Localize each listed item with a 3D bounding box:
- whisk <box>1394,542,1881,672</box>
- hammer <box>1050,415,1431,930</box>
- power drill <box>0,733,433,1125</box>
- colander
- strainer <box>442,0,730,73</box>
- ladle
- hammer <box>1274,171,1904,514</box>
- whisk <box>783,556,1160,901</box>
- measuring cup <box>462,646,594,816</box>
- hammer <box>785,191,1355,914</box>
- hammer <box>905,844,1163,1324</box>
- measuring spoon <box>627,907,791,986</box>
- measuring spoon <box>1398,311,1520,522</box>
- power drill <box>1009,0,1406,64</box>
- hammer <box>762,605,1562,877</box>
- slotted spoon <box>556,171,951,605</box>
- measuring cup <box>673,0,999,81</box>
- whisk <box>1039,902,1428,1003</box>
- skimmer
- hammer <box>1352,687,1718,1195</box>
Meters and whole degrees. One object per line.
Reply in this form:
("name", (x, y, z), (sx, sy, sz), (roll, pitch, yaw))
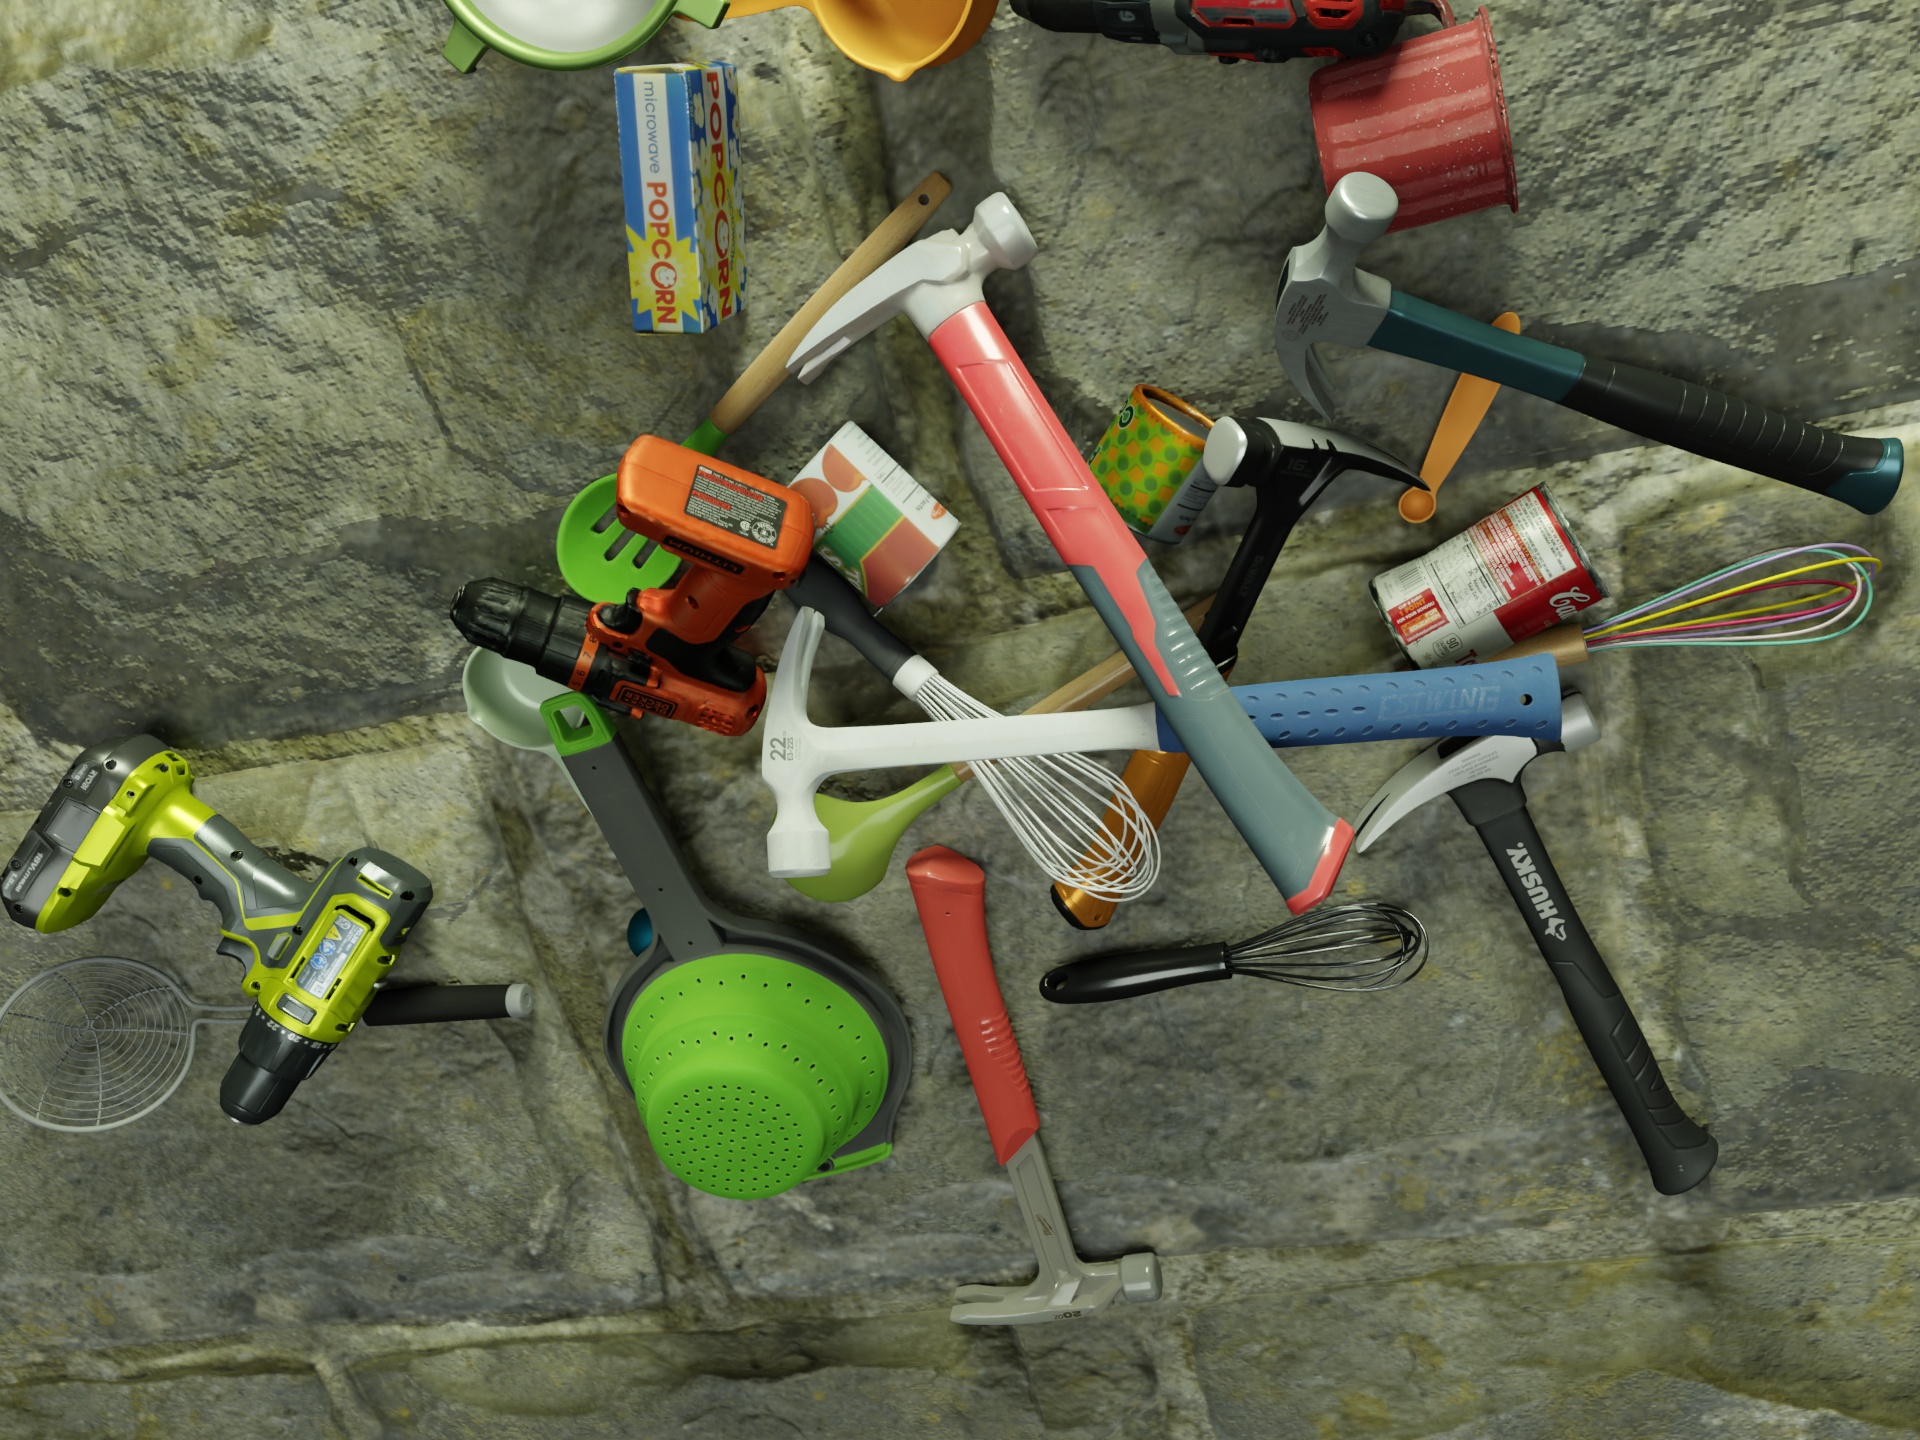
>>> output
("whisk", (0.355, -0.046, 0.846), (0.245, 0.047, 0.051), (-15, 98, 21))
("hammer", (0.133, -0.011, 0.886), (0.127, 0.034, 0.336), (3, 127, -28))
("power drill", (-0.483, 0.132, 1.024), (0.228, 0.080, 0.190), (33, 89, -4))
("colander", (-0.165, 0.167, 0.979), (0.204, 0.095, 0.396), (-17, 116, 14))
("strainer", (-0.193, -0.443, 0.750), (0.151, 0.069, 0.256), (-3, 110, 16))
("ladle", (0.020, 0.011, 0.936), (0.320, 0.062, 0.078), (-33, 107, 14))
("hammer", (0.308, -0.163, 0.773), (0.331, 0.033, 0.128), (16, 150, -7))
("whisk", (-0.001, -0.004, 0.886), (0.285, 0.070, 0.070), (42, 116, 12))
("measuring cup", (-0.237, 0.012, 0.979), (0.083, 0.038, 0.167), (-23, 113, 17))
("hammer", (0.060, -0.069, 0.788), (0.143, 0.038, 0.386), (-33, 78, 11))
("hammer", (0.020, 0.246, 1.037), (0.149, 0.037, 0.358), (-11, 112, 15))
("measuring spoon", (-0.158, 0.156, 1.034), (0.128, 0.021, 0.042), (15, 116, 5))
("measuring spoon", (0.260, -0.158, 0.830), (0.021, 0.011, 0.117), (21, 112, -2))
("power drill", (0.110, -0.410, 0.697), (0.188, 0.080, 0.226), (13, 118, 25))
("hammer", (0.090, -0.002, 0.813), (0.405, 0.035, 0.144), (-5, 84, 14))
("slotted spoon", (-0.115, -0.180, 0.876), (0.070, 0.031, 0.313), (43, 112, -10))
("measuring cup", (-0.061, -0.360, 0.777), (0.174, 0.052, 0.095), (5, 115, 26))
("whisk", (0.161, 0.149, 0.963), (0.239, 0.055, 0.055), (-11, 111, 19))
("skimmer", (-0.473, 0.213, 1.078), (0.363, 0.090, 0.127), (-5, 106, 12))
("hammer", (0.357, 0.148, 0.934), (0.146, 0.035, 0.334), (-26, 107, 19))
